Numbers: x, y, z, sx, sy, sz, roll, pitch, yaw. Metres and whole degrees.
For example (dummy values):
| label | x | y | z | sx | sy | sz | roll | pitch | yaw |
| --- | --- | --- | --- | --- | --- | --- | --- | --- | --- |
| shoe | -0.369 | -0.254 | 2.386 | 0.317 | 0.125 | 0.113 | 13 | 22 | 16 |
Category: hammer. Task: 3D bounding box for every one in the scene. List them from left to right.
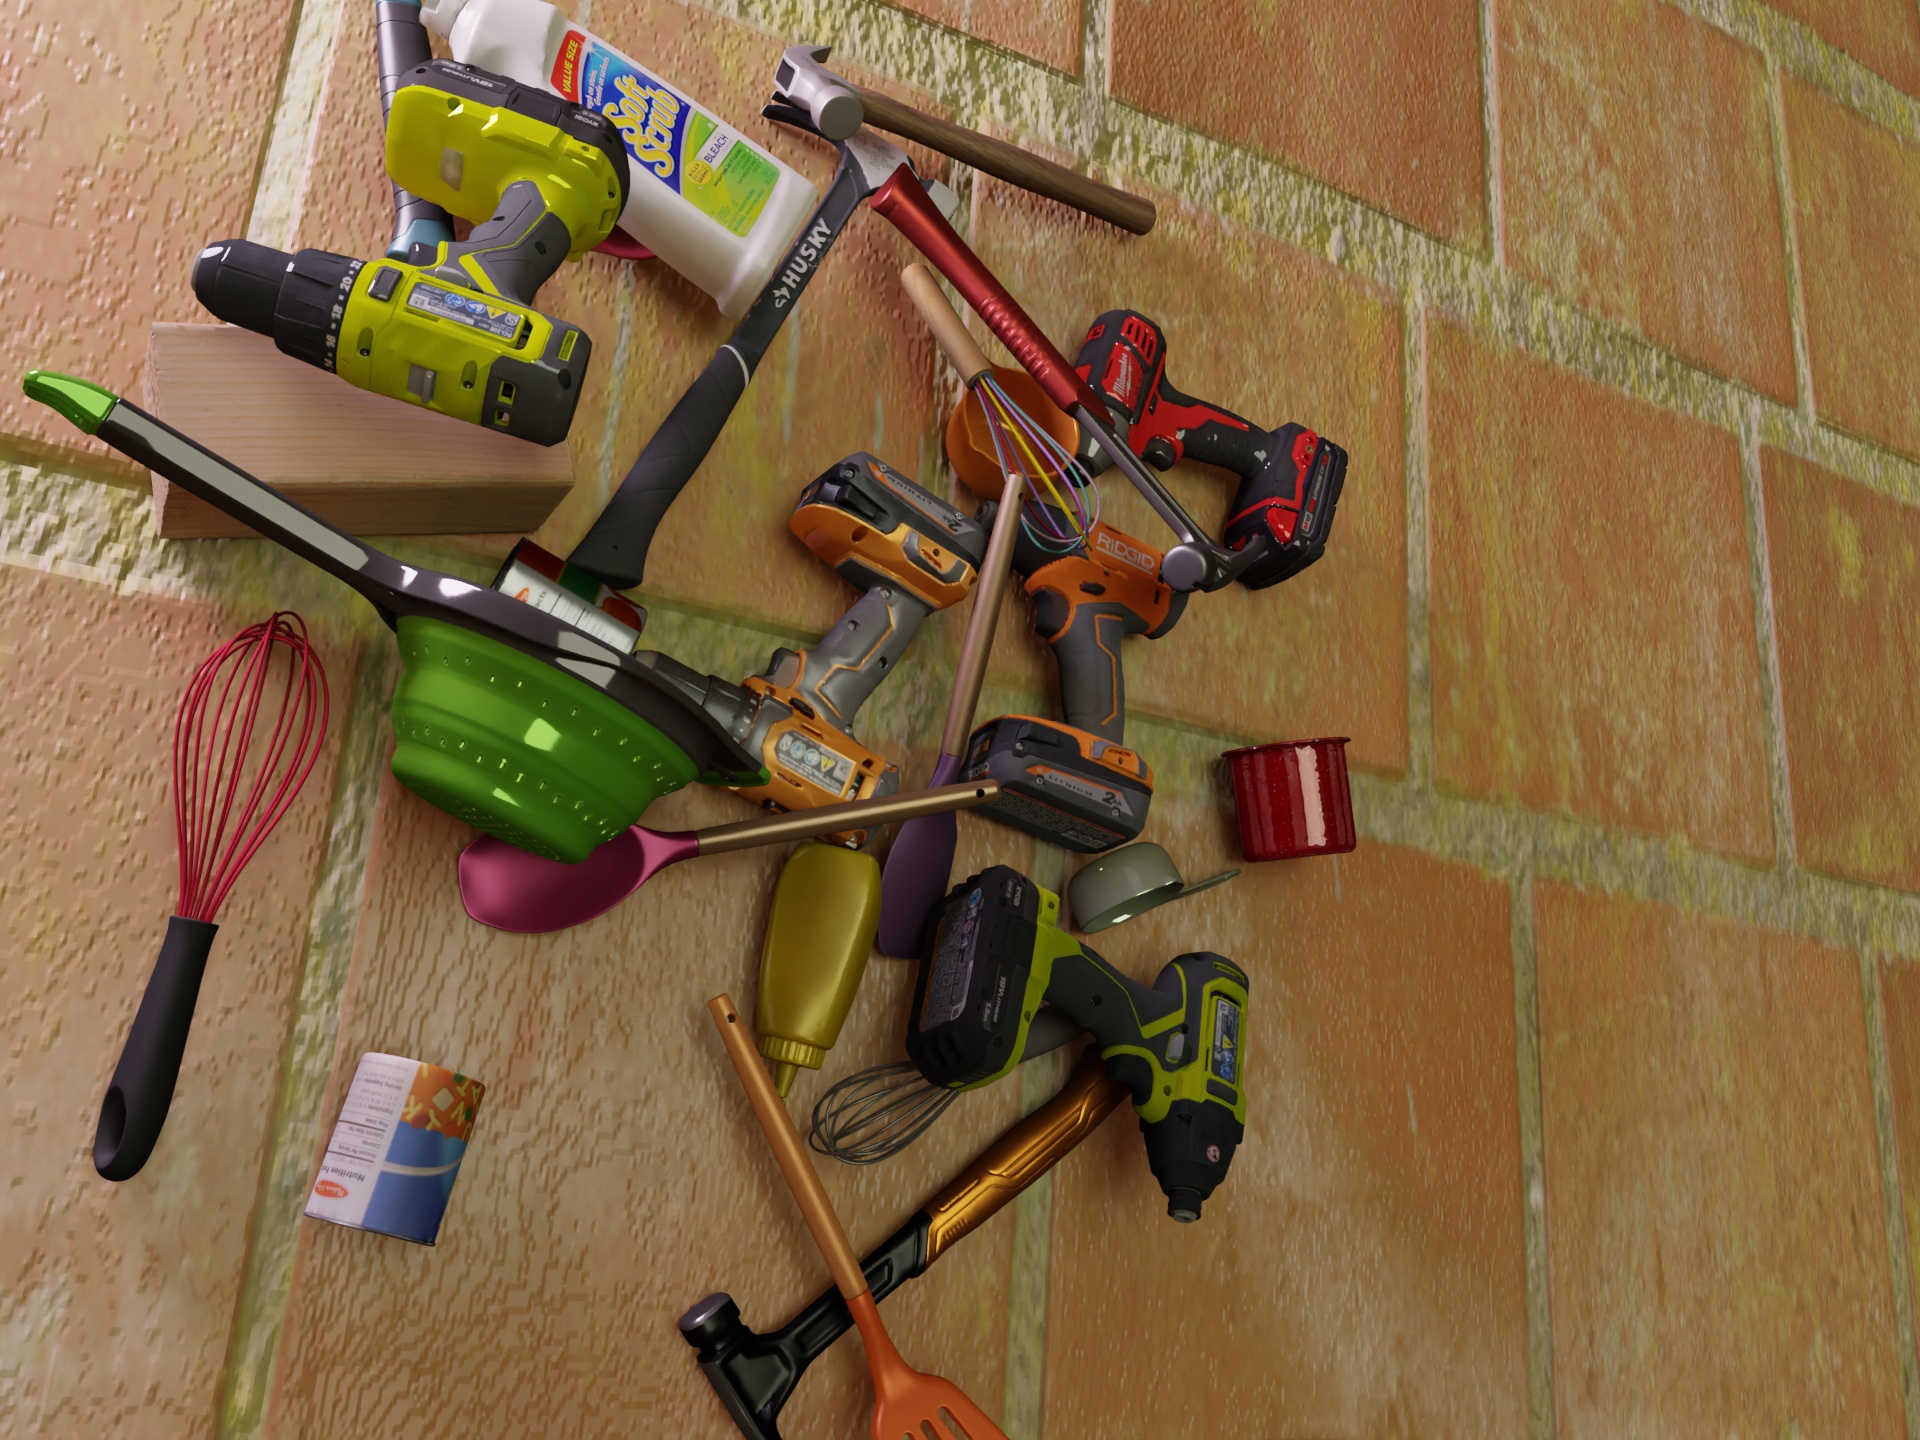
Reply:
| label | x | y | z | sx | sy | sz | roll | pitch | yaw |
| --- | --- | --- | --- | --- | --- | --- | --- | --- | --- |
| hammer | -0.345 | -0.424 | 0.979 | 0.128 | 0.033 | 0.331 | -4 | 79 | -29 |
| hammer | -0.143 | -0.250 | 1.044 | 0.149 | 0.036 | 0.409 | 35 | 63 | -16 |
| hammer | -0.004 | 0.311 | 0.970 | 0.337 | 0.034 | 0.127 | -33 | 93 | -32 |
| hammer | 0.013 | -0.410 | 1.144 | 0.331 | 0.031 | 0.130 | 7 | 35 | -38 |
| hammer | 0.068 | -0.232 | 1.073 | 0.359 | 0.036 | 0.149 | 50 | 27 | 7 |

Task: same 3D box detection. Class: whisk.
| label | x | y | z | sx | sy | sz | roll | pitch | yaw |
| --- | --- | --- | --- | --- | --- | --- | --- | --- | --- |
| whisk | -0.384 | 0.083 | 0.809 | 0.073 | 0.073 | 0.296 | 18 | 74 | -24 |
| whisk | 0.006 | 0.217 | 0.998 | 0.239 | 0.055 | 0.055 | -18 | 86 | -36 |
| whisk | 0.024 | -0.209 | 1.062 | 0.047 | 0.051 | 0.245 | -6 | 60 | -51 |

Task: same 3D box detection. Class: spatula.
| label | x | y | z | sx | sy | sz | roll | pitch | yaw |
| --- | --- | --- | --- | --- | --- | --- | --- | --- | --- |
| spatula | -0.065 | 0.301 | 0.897 | 0.081 | 0.041 | 0.322 | -24 | 86 | -31 |
| spatula | -0.002 | -0.003 | 1.009 | 0.059 | 0.018 | 0.316 | 17 | 87 | -46 |

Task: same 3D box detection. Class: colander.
| label | x | y | z | sx | sy | sz | roll | pitch | yaw |
| --- | --- | --- | --- | --- | --- | --- | --- | --- | --- |
| colander | -0.288 | -0.028 | 0.797 | 0.396 | 0.204 | 0.094 | 34 | 72 | -27 |

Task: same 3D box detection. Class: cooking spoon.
| label | x | y | z | sx | sy | sz | roll | pitch | yaw |
| --- | --- | --- | --- | --- | --- | --- | --- | --- | --- |
| cooking spoon | -0.129 | 0.068 | 0.932 | 0.319 | 0.017 | 0.069 | -9 | 86 | -14 |

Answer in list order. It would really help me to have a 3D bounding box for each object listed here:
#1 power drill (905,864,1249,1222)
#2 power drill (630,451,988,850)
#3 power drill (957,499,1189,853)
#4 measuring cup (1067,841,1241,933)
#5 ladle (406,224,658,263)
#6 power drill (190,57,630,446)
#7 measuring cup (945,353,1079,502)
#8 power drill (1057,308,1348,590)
| label | x | y | z | sx | sy | sz | roll | pitch | yaw |
| --- | --- | --- | --- | --- | --- | --- | --- | --- | --- |
| power drill | 0.083 | 0.198 | 0.984 | 0.223 | 0.080 | 0.171 | 29 | 51 | -23 |
| power drill | -0.097 | -0.055 | 0.993 | 0.185 | 0.084 | 0.226 | 30 | 69 | -19 |
| power drill | 0.067 | -0.041 | 1.080 | 0.164 | 0.084 | 0.227 | 23 | 62 | -22 |
| measuring cup | 0.138 | 0.105 | 1.095 | 0.167 | 0.083 | 0.038 | -8 | 66 | -47 |
| ladle | -0.282 | -0.276 | 0.947 | 0.315 | 0.031 | 0.069 | -36 | 91 | -42 |
| power drill | -0.281 | -0.258 | 0.858 | 0.190 | 0.080 | 0.229 | 17 | 49 | -13 |
| measuring cup | 0.009 | -0.229 | 1.117 | 0.095 | 0.052 | 0.174 | -31 | 80 | -31 |
| power drill | 0.171 | -0.195 | 1.182 | 0.219 | 0.078 | 0.143 | 29 | 65 | -17 |
